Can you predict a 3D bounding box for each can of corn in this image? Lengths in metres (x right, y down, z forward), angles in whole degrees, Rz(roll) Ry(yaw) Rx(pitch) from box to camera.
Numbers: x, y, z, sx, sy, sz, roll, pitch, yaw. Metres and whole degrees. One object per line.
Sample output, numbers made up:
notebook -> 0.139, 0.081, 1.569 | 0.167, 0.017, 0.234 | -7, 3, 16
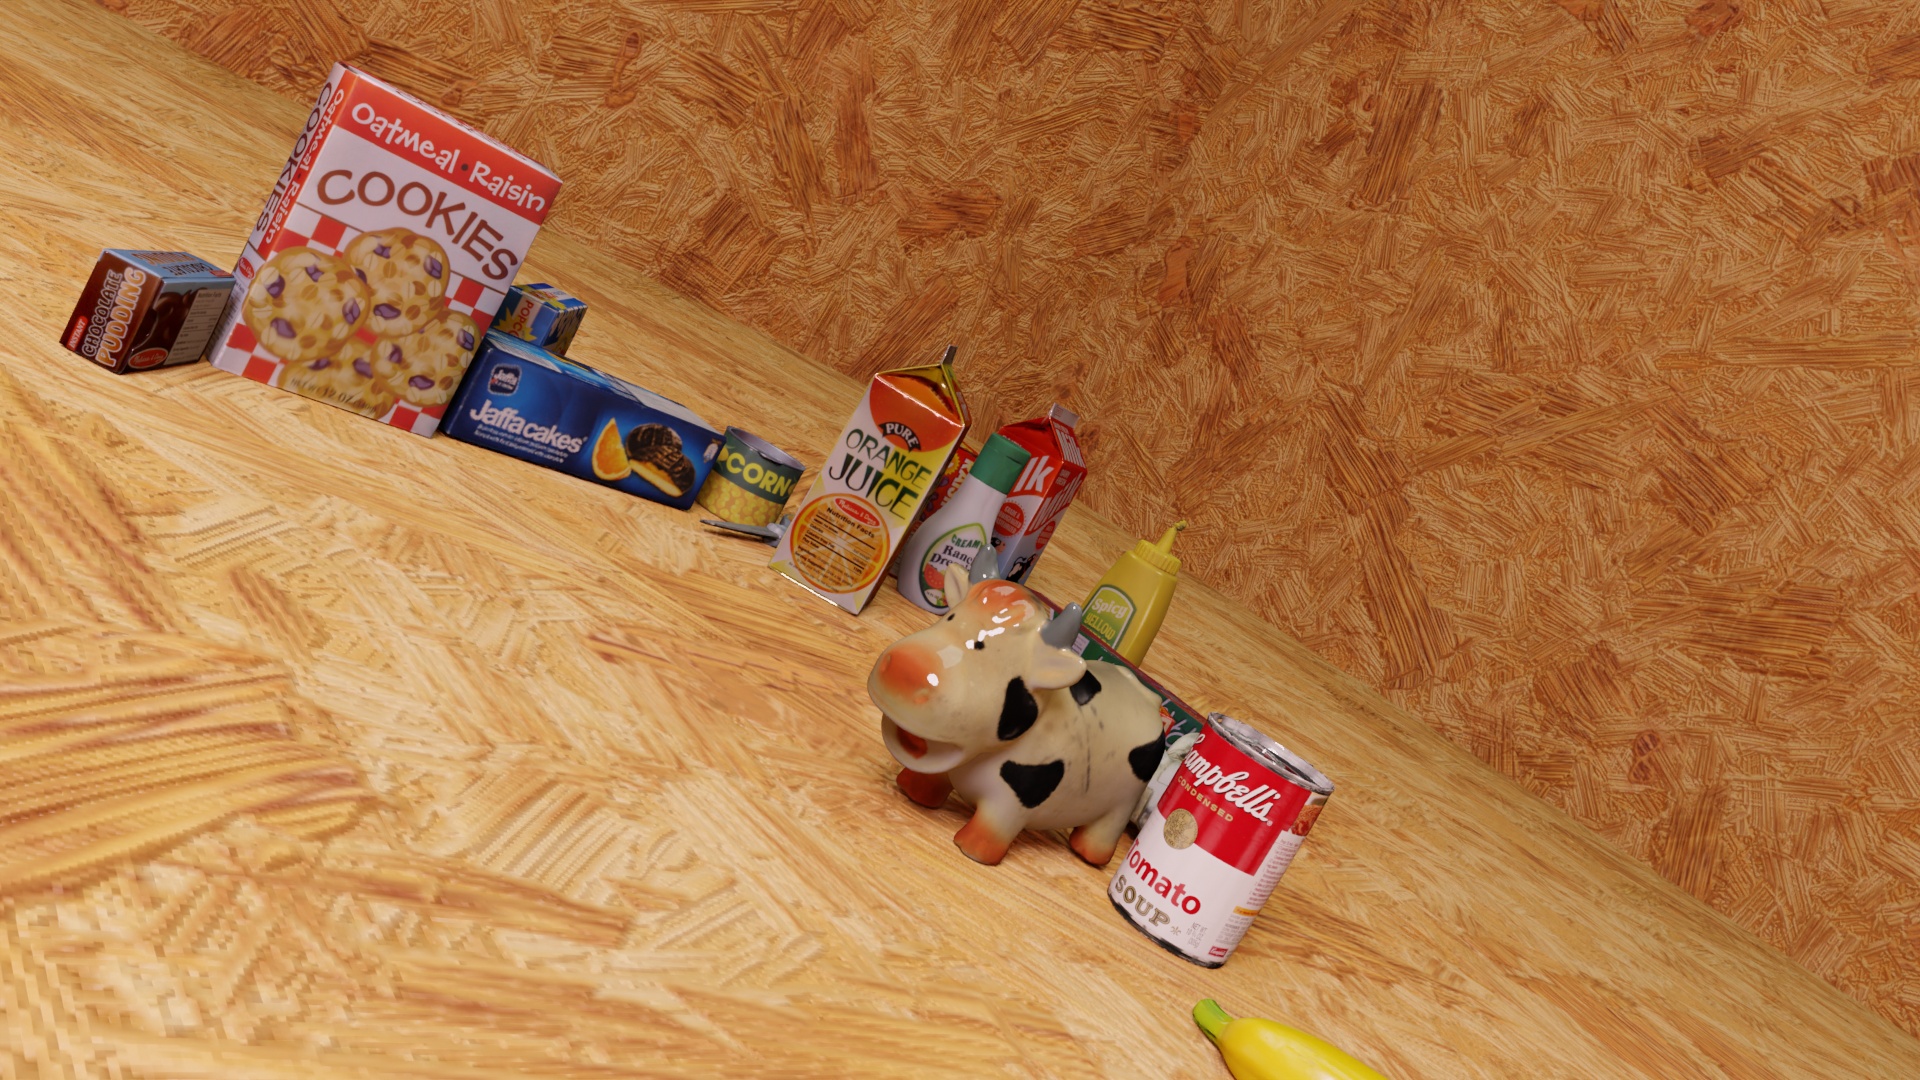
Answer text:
can of corn -> -0.157, -0.043, 1.030 | 0.071, 0.058, 0.071 | 29, 7, -4

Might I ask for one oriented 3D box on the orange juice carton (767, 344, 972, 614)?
orange juice carton -> -0.051, -0.051, 0.961 | 0.073, 0.192, 0.072 | 30, 7, 1

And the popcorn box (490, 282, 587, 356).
popcorn box -> -0.305, -0.134, 0.970 | 0.038, 0.085, 0.127 | 28, 7, -10

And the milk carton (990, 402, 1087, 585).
milk carton -> 0.052, -0.038, 1.283 | 0.073, 0.190, 0.072 | 32, 7, 23

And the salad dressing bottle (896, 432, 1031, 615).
salad dressing bottle -> 0.004, -0.014, 1.100 | 0.064, 0.147, 0.044 | 26, 8, -30

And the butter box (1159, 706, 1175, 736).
butter box -> 0.083, 0.114, 0.907 | 0.103, 0.053, 0.024 | 28, 7, -15

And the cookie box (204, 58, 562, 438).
cookie box -> -0.310, -0.153, 0.749 | 0.123, 0.167, 0.040 | 22, 10, -48

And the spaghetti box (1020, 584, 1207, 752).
spaghetti box -> 0.112, 0.111, 1.051 | 0.028, 0.050, 0.251 | 24, 9, -42

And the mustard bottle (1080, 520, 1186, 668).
mustard bottle -> 0.137, 0.050, 1.131 | 0.065, 0.160, 0.049 | 34, 8, 34

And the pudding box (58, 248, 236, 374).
pudding box -> -0.377, -0.108, 0.650 | 0.030, 0.049, 0.084 | 28, 7, -11

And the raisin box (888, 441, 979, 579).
raisin box -> -0.033, -0.032, 1.178 | 0.040, 0.123, 0.086 | 28, 7, -16
